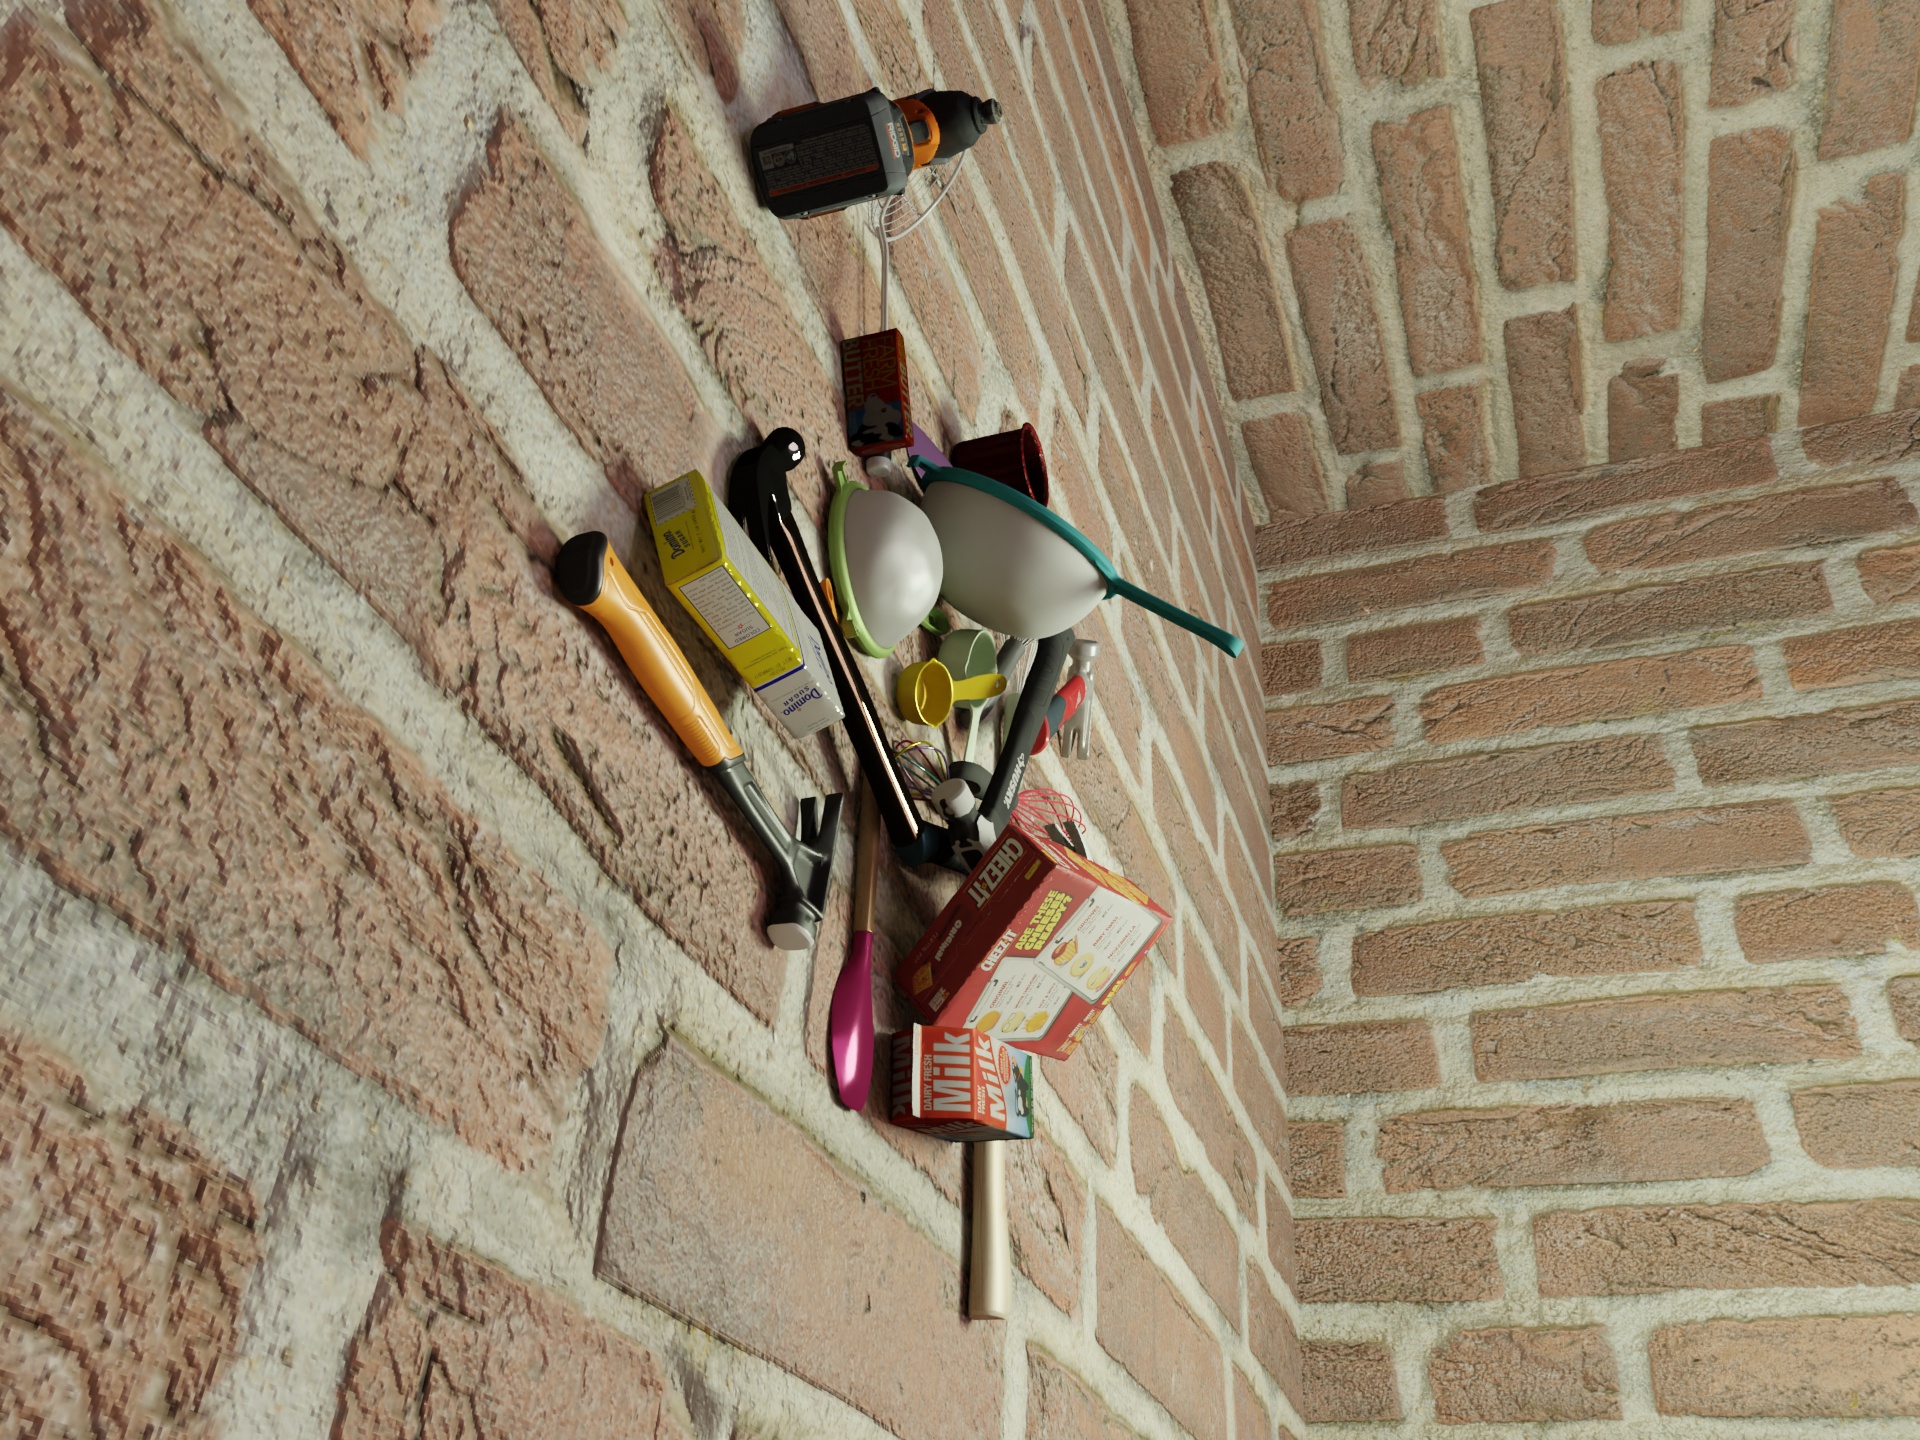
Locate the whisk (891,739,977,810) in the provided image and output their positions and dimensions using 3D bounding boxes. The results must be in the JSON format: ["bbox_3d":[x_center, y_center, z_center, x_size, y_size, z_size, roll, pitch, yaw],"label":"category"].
[{"bbox_3d":[-0.021,0.064,1.401,0.244,0.051,0.047,48,58,-66],"label":"whisk"}]

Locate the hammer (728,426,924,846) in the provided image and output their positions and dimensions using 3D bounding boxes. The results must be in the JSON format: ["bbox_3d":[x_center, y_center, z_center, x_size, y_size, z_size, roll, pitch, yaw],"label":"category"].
[{"bbox_3d":[-0.096,-0.047,1.196,0.130,0.031,0.331,-64,138,-58],"label":"hammer"}]

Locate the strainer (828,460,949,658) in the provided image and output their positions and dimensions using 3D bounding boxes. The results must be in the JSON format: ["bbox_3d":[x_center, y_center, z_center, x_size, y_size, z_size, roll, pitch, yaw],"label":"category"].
[{"bbox_3d":[-0.036,-0.119,1.376,0.256,0.069,0.151,33,50,-67],"label":"strainer"}]

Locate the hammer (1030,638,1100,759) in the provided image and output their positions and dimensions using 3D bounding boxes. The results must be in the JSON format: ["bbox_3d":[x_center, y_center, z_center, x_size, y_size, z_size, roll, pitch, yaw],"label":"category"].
[{"bbox_3d":[0.104,0.004,1.702,0.386,0.038,0.143,-38,133,-75],"label":"hammer"}]

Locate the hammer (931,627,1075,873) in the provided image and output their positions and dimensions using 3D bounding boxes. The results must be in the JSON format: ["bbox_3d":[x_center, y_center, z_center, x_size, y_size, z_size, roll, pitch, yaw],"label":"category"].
[{"bbox_3d":[0.058,0.019,1.443,0.146,0.035,0.335,61,31,-29],"label":"hammer"}]

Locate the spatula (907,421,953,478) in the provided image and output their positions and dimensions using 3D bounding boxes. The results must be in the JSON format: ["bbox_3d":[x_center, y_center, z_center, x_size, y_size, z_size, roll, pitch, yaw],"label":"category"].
[{"bbox_3d":[0.032,-0.190,1.624,0.315,0.018,0.060,43,42,-44],"label":"spatula"}]

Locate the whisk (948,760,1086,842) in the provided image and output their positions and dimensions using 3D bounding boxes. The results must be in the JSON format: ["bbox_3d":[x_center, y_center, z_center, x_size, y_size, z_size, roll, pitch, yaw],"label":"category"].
[{"bbox_3d":[0.054,0.083,1.555,0.295,0.073,0.073,34,50,-61],"label":"whisk"}]

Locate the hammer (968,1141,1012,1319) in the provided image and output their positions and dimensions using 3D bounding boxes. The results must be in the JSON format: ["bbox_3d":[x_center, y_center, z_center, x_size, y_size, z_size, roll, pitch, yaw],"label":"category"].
[{"bbox_3d":[0.024,0.314,1.417,0.146,0.038,0.411,51,35,-54],"label":"hammer"}]

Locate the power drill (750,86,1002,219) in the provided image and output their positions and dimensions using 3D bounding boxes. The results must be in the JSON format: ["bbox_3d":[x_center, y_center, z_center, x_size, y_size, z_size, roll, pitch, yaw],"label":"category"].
[{"bbox_3d":[-0.064,-0.479,1.314,0.226,0.164,0.084,-57,136,-61],"label":"power drill"}]

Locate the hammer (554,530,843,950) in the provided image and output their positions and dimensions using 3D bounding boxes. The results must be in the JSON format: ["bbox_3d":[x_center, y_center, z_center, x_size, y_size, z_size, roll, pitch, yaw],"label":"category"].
[{"bbox_3d":[-0.158,0.004,1.008,0.336,0.034,0.127,63,26,-44],"label":"hammer"}]

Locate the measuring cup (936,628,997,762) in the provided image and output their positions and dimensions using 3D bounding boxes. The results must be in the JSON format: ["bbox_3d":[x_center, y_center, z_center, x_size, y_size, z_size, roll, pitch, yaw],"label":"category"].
[{"bbox_3d":[-0.002,-0.005,1.502,0.083,0.038,0.167,-2,101,-68],"label":"measuring cup"}]

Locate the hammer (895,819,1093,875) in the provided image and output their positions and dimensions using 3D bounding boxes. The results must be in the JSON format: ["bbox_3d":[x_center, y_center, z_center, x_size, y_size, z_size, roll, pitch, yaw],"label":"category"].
[{"bbox_3d":[0.041,0.135,1.439,0.330,0.033,0.128,25,59,-55],"label":"hammer"}]

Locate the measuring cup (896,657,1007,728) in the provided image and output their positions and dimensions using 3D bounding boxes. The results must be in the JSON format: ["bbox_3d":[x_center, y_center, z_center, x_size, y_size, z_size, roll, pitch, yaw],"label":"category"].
[{"bbox_3d":[-0.007,-0.028,1.433,0.156,0.029,0.062,-10,99,-58],"label":"measuring cup"}]

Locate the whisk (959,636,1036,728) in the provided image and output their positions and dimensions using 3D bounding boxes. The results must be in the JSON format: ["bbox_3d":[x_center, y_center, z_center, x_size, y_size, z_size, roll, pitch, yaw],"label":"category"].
[{"bbox_3d":[0.057,-0.073,1.603,0.239,0.055,0.055,-57,138,-38],"label":"whisk"}]

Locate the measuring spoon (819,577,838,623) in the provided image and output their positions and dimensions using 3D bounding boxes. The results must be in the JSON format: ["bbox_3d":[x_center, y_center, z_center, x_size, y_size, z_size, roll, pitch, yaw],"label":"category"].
[{"bbox_3d":[-0.099,-0.055,1.258,0.021,0.011,0.117,-72,153,-75],"label":"measuring spoon"}]

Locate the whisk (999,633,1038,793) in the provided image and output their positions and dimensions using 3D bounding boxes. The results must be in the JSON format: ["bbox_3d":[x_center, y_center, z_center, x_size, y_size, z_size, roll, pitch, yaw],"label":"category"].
[{"bbox_3d":[0.060,-0.031,1.681,0.057,0.059,0.247,21,58,-27],"label":"whisk"}]

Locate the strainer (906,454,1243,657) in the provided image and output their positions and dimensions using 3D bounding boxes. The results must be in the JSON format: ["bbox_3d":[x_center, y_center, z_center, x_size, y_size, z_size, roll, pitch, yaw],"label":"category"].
[{"bbox_3d":[0.088,-0.109,1.449,0.095,0.340,0.210,-58,160,-8],"label":"strainer"}]

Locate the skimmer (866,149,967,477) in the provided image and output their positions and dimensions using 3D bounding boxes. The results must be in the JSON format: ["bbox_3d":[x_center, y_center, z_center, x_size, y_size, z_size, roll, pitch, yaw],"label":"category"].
[{"bbox_3d":[-0.040,-0.385,1.458,0.127,0.090,0.363,120,-28,-67],"label":"skimmer"}]

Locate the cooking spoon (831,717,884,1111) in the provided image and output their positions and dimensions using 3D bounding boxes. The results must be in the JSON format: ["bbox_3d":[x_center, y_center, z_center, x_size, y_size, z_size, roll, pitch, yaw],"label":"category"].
[{"bbox_3d":[-0.074,0.140,1.227,0.068,0.017,0.319,50,36,-55],"label":"cooking spoon"}]
